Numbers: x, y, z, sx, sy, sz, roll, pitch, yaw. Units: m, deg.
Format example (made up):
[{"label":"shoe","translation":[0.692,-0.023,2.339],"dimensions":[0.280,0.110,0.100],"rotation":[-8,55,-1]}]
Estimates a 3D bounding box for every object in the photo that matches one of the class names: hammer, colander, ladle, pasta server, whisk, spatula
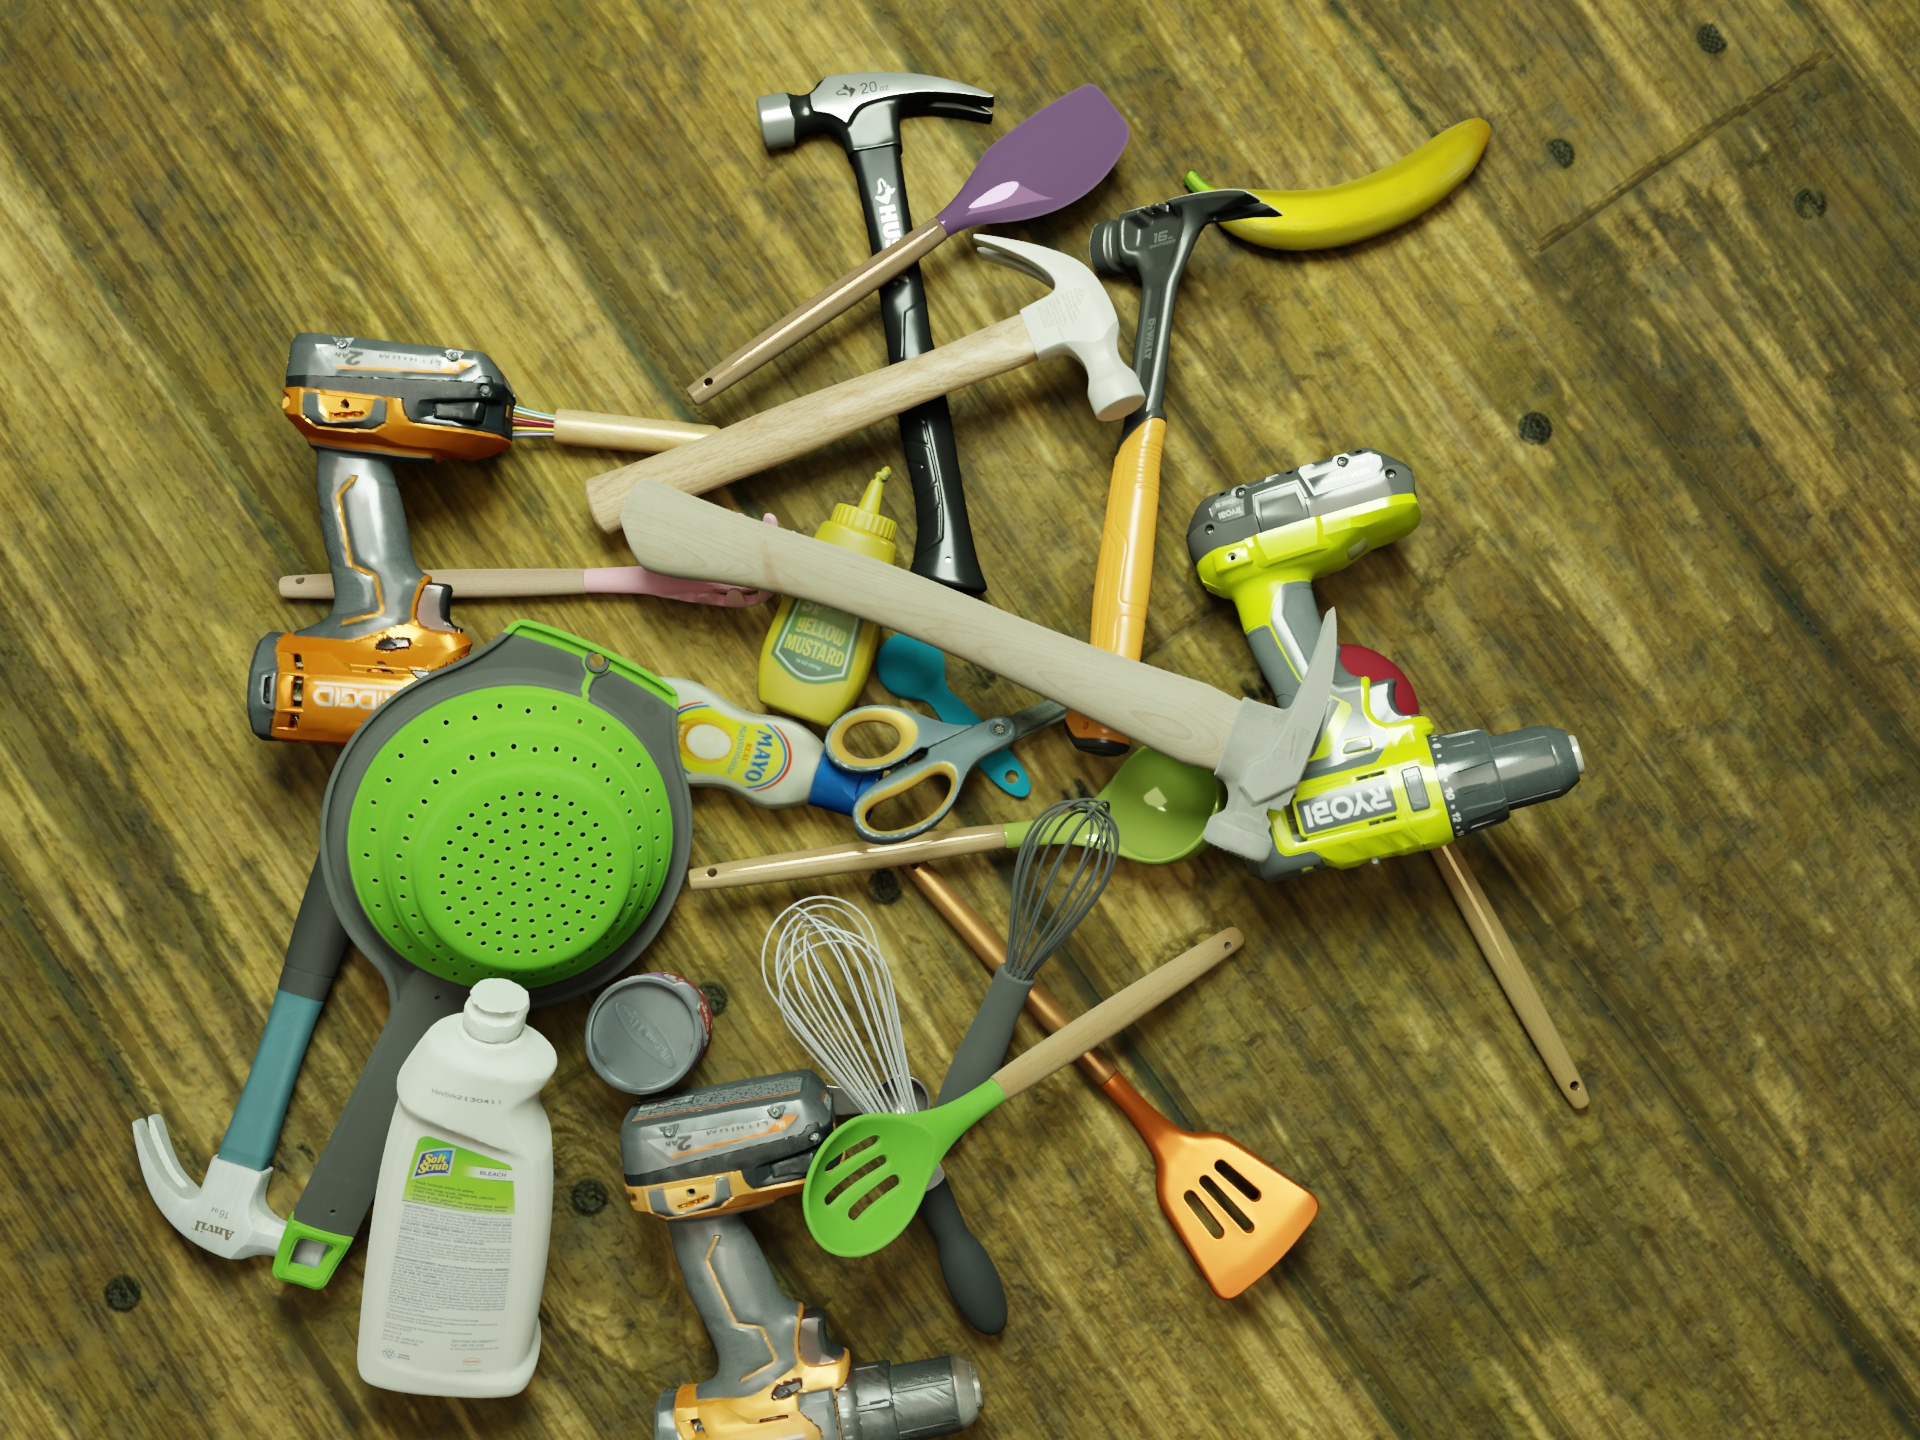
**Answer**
[{"label":"hammer","translation":[0.004,-0.061,0.898],"dimensions":[0.410,0.038,0.146],"rotation":[21,91,6]},{"label":"hammer","translation":[-0.067,-0.188,0.944],"dimensions":[0.331,0.031,0.130],"rotation":[-20,78,4]},{"label":"hammer","translation":[-0.383,0.148,0.938],"dimensions":[0.128,0.033,0.331],"rotation":[17,84,-1]},{"label":"colander","translation":[-0.275,0.144,0.864],"dimensions":[0.204,0.094,0.397],"rotation":[26,90,-23]},{"label":"ladle","translation":[0.000,0.066,0.933],"dimensions":[0.320,0.062,0.078],"rotation":[-8,59,-5]},{"label":"pasta server","translation":[-0.255,-0.089,0.963],"dimensions":[0.316,0.040,0.060],"rotation":[-1,56,0]},{"label":"whisk","translation":[-0.269,-0.185,0.973],"dimensions":[0.245,0.047,0.051],"rotation":[5,96,-5]},{"label":"whisk","translation":[0.031,0.148,0.910],"dimensions":[0.055,0.055,0.239],"rotation":[22,107,1]},{"label":"hammer","translation":[-0.027,-0.240,0.986],"dimensions":[0.146,0.035,0.335],"rotation":[-10,85,-2]},{"label":"ladle","translation":[0.300,0.094,0.966],"dimensions":[0.069,0.031,0.315],"rotation":[-28,87,-2]},{"label":"hammer","translation":[0.110,-0.146,0.941],"dimensions":[0.034,0.127,0.337],"rotation":[14,82,-42]},{"label":"spatula","translation":[0.072,0.194,0.941],"dimensions":[0.081,0.041,0.322],"rotation":[-42,86,-6]},{"label":"spatula","translation":[-0.032,-0.282,0.963],"dimensions":[0.316,0.018,0.060],"rotation":[-35,86,-4]},{"label":"whisk","translation":[-0.034,0.230,0.912],"dimensions":[0.070,0.070,0.284],"rotation":[-25,99,-4]}]

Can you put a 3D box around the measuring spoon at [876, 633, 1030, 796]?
[{"label":"measuring spoon","translation":[-0.002,-0.003,0.968],"dimensions":[0.042,0.021,0.128],"rotation":[-42,86,-5]}]

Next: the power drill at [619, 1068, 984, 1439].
[{"label":"power drill","translation":[-0.092,0.319,0.902],"dimensions":[0.185,0.084,0.226],"rotation":[-9,92,-2]}]

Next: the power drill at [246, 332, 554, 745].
[{"label":"power drill","translation":[-0.310,-0.095,0.908],"dimensions":[0.164,0.084,0.226],"rotation":[5,92,-9]}]

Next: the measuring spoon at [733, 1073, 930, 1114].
[{"label":"measuring spoon","translation":[-0.079,0.224,0.950],"dimensions":[0.124,0.018,0.034],"rotation":[2,96,5]}]

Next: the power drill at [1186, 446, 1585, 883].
[{"label":"power drill","translation":[0.236,-0.033,0.920],"dimensions":[0.190,0.080,0.229],"rotation":[-16,77,16]}]

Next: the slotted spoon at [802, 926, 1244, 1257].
[{"label":"slotted spoon","translation":[0.042,0.198,0.901],"dimensions":[0.314,0.031,0.070],"rotation":[-28,99,-24]}]
